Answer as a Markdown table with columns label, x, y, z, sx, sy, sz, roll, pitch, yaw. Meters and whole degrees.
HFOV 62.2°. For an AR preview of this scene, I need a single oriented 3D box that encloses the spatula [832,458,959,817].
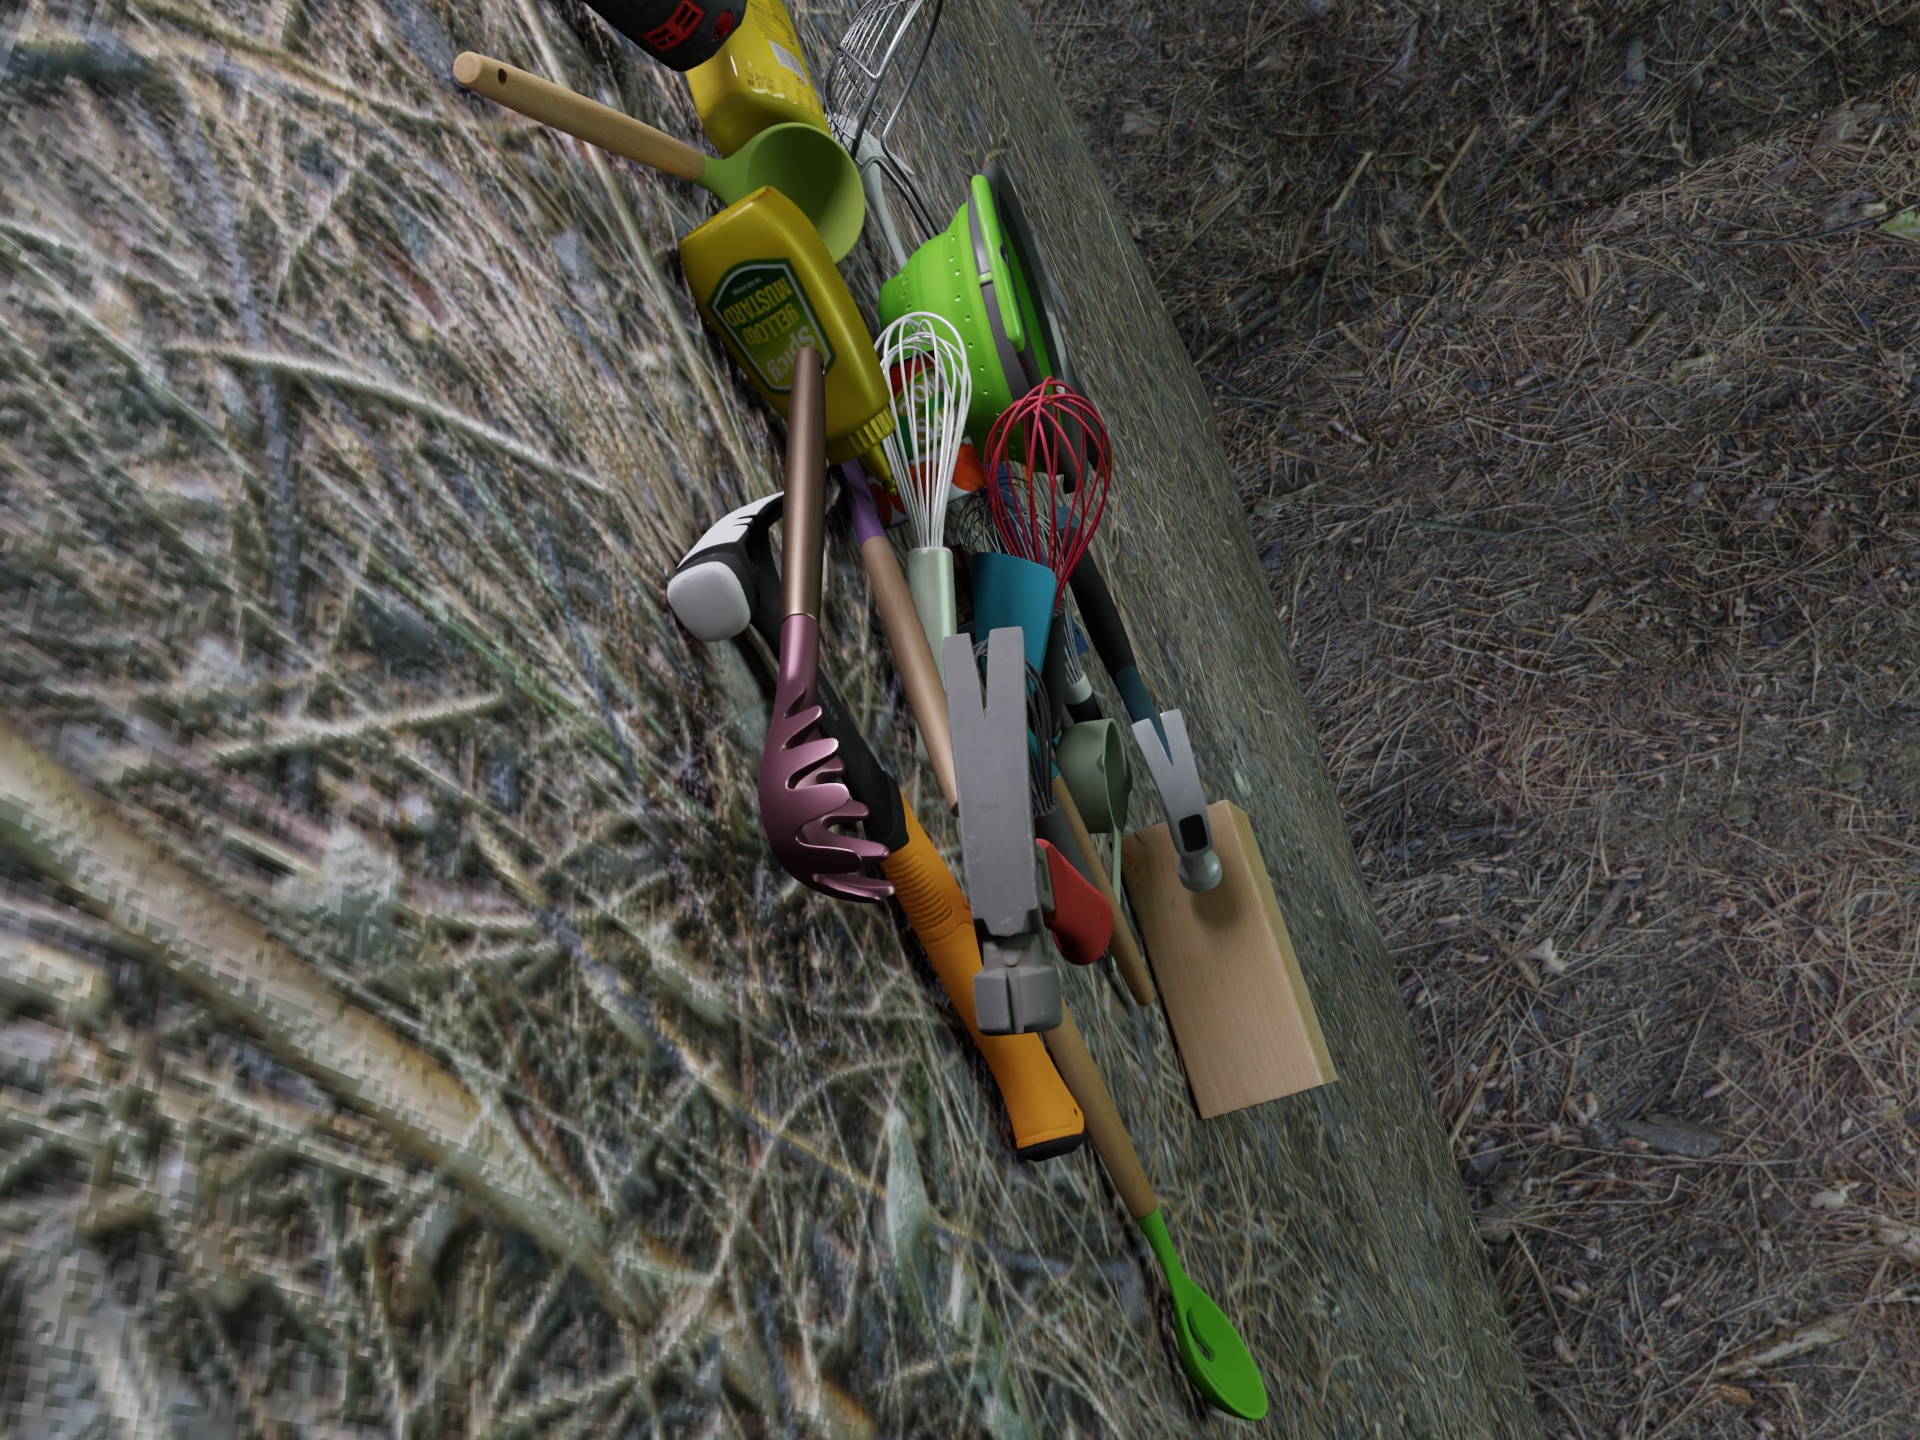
| label | x | y | z | sx | sy | sz | roll | pitch | yaw |
| --- | --- | --- | --- | --- | --- | --- | --- | --- | --- |
| spatula | -0.035 | -0.068 | 0.780 | 0.316 | 0.018 | 0.059 | -110 | 174 | -45 |

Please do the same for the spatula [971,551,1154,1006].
| label | x | y | z | sx | sy | sz | roll | pitch | yaw |
| --- | --- | --- | --- | --- | --- | --- | --- | --- | --- |
| spatula | 0.070 | 0.048 | 0.955 | 0.082 | 0.044 | 0.317 | 21 | -39 | 54 |

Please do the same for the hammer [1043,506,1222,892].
| label | x | y | z | sx | sy | sz | roll | pitch | yaw |
| --- | --- | --- | --- | --- | --- | --- | --- | --- | --- |
| hammer | 0.117 | -0.038 | 1.154 | 0.128 | 0.033 | 0.331 | 70 | 2 | -48 |

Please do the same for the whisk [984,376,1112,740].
| label | x | y | z | sx | sy | sz | roll | pitch | yaw |
| --- | --- | --- | --- | --- | --- | --- | --- | --- | --- |
| whisk | 0.052 | -0.083 | 0.949 | 0.295 | 0.073 | 0.073 | 86 | -3 | -51 |

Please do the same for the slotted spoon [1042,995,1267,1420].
| label | x | y | z | sx | sy | sz | roll | pitch | yaw |
| --- | --- | --- | --- | --- | --- | --- | --- | --- | --- |
| slotted spoon | 0.088 | 0.240 | 0.856 | 0.313 | 0.031 | 0.070 | 65 | 17 | -6 |

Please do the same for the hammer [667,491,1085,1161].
| label | x | y | z | sx | sy | sz | roll | pitch | yaw |
| --- | --- | --- | --- | --- | --- | --- | --- | --- | --- |
| hammer | -0.024 | 0.058 | 0.714 | 0.336 | 0.034 | 0.127 | 63 | 18 | -19 |

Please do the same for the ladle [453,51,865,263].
| label | x | y | z | sx | sy | sz | roll | pitch | yaw |
| --- | --- | --- | --- | --- | --- | --- | --- | --- | --- |
| ladle | -0.128 | -0.269 | 0.752 | 0.320 | 0.062 | 0.078 | -23 | 114 | -71 |

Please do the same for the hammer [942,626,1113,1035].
| label | x | y | z | sx | sy | sz | roll | pitch | yaw |
| --- | --- | --- | --- | --- | --- | --- | --- | --- | --- |
| hammer | 0.040 | 0.069 | 0.743 | 0.359 | 0.037 | 0.149 | 49 | 35 | -76 |

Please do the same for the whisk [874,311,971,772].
| label | x | y | z | sx | sy | sz | roll | pitch | yaw |
| --- | --- | --- | --- | --- | --- | --- | --- | --- | --- |
| whisk | -0.018 | -0.095 | 0.833 | 0.057 | 0.059 | 0.246 | 12 | 74 | -64 |

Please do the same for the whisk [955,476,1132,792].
| label | x | y | z | sx | sy | sz | roll | pitch | yaw |
| --- | --- | --- | --- | --- | --- | --- | --- | --- | --- |
| whisk | 0.069 | -0.048 | 1.105 | 0.070 | 0.070 | 0.284 | -89 | 157 | -52 |

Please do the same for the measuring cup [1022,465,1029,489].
| label | x | y | z | sx | sy | sz | roll | pitch | yaw |
| --- | --- | --- | --- | --- | --- | --- | --- | --- | --- |
| measuring cup | 0.021 | -0.263 | 1.237 | 0.095 | 0.052 | 0.173 | -31 | 114 | -73 |

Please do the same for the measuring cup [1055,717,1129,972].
| label | x | y | z | sx | sy | sz | roll | pitch | yaw |
| --- | --- | --- | --- | --- | --- | --- | --- | --- | --- |
| measuring cup | 0.085 | 0.081 | 1.045 | 0.083 | 0.038 | 0.168 | 40 | 49 | -67 |

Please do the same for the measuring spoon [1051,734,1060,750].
| label | x | y | z | sx | sy | sz | roll | pitch | yaw |
| --- | --- | --- | --- | --- | --- | --- | --- | --- | --- |
| measuring spoon | 0.068 | 0.000 | 1.091 | 0.042 | 0.021 | 0.128 | -91 | 155 | -50 |

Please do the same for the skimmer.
| label | x | y | z | sx | sy | sz | roll | pitch | yaw |
| --- | --- | --- | --- | --- | --- | --- | --- | --- | --- |
| skimmer | 0.010 | -0.317 | 1.060 | 0.362 | 0.090 | 0.127 | 53 | 55 | -49 |

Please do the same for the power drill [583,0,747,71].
| label | x | y | z | sx | sy | sz | roll | pitch | yaw |
| --- | --- | --- | --- | --- | --- | --- | --- | --- | --- |
| power drill | -0.169 | -0.430 | 0.770 | 0.143 | 0.078 | 0.220 | 31 | 43 | -42 |

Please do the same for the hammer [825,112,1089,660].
| label | x | y | z | sx | sy | sz | roll | pitch | yaw |
| --- | --- | --- | --- | --- | --- | --- | --- | --- | --- |
| hammer | 0.001 | -0.232 | 1.147 | 0.405 | 0.035 | 0.144 | 67 | 17 | -6 |

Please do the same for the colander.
| label | x | y | z | sx | sy | sz | roll | pitch | yaw |
| --- | --- | --- | --- | --- | --- | --- | --- | --- | --- |
| colander | 0.029 | -0.221 | 1.066 | 0.397 | 0.094 | 0.204 | 27 | 50 | -74 |

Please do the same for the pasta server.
| label | x | y | z | sx | sy | sz | roll | pitch | yaw |
| --- | --- | --- | --- | --- | --- | --- | --- | --- | --- |
| pasta server | -0.055 | -0.057 | 0.630 | 0.060 | 0.040 | 0.317 | 69 | 12 | -45 |

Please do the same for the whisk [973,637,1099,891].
| label | x | y | z | sx | sy | sz | roll | pitch | yaw |
| --- | --- | --- | --- | --- | --- | --- | --- | --- | --- |
| whisk | 0.045 | 0.051 | 0.904 | 0.055 | 0.055 | 0.238 | -88 | 160 | -54 |
